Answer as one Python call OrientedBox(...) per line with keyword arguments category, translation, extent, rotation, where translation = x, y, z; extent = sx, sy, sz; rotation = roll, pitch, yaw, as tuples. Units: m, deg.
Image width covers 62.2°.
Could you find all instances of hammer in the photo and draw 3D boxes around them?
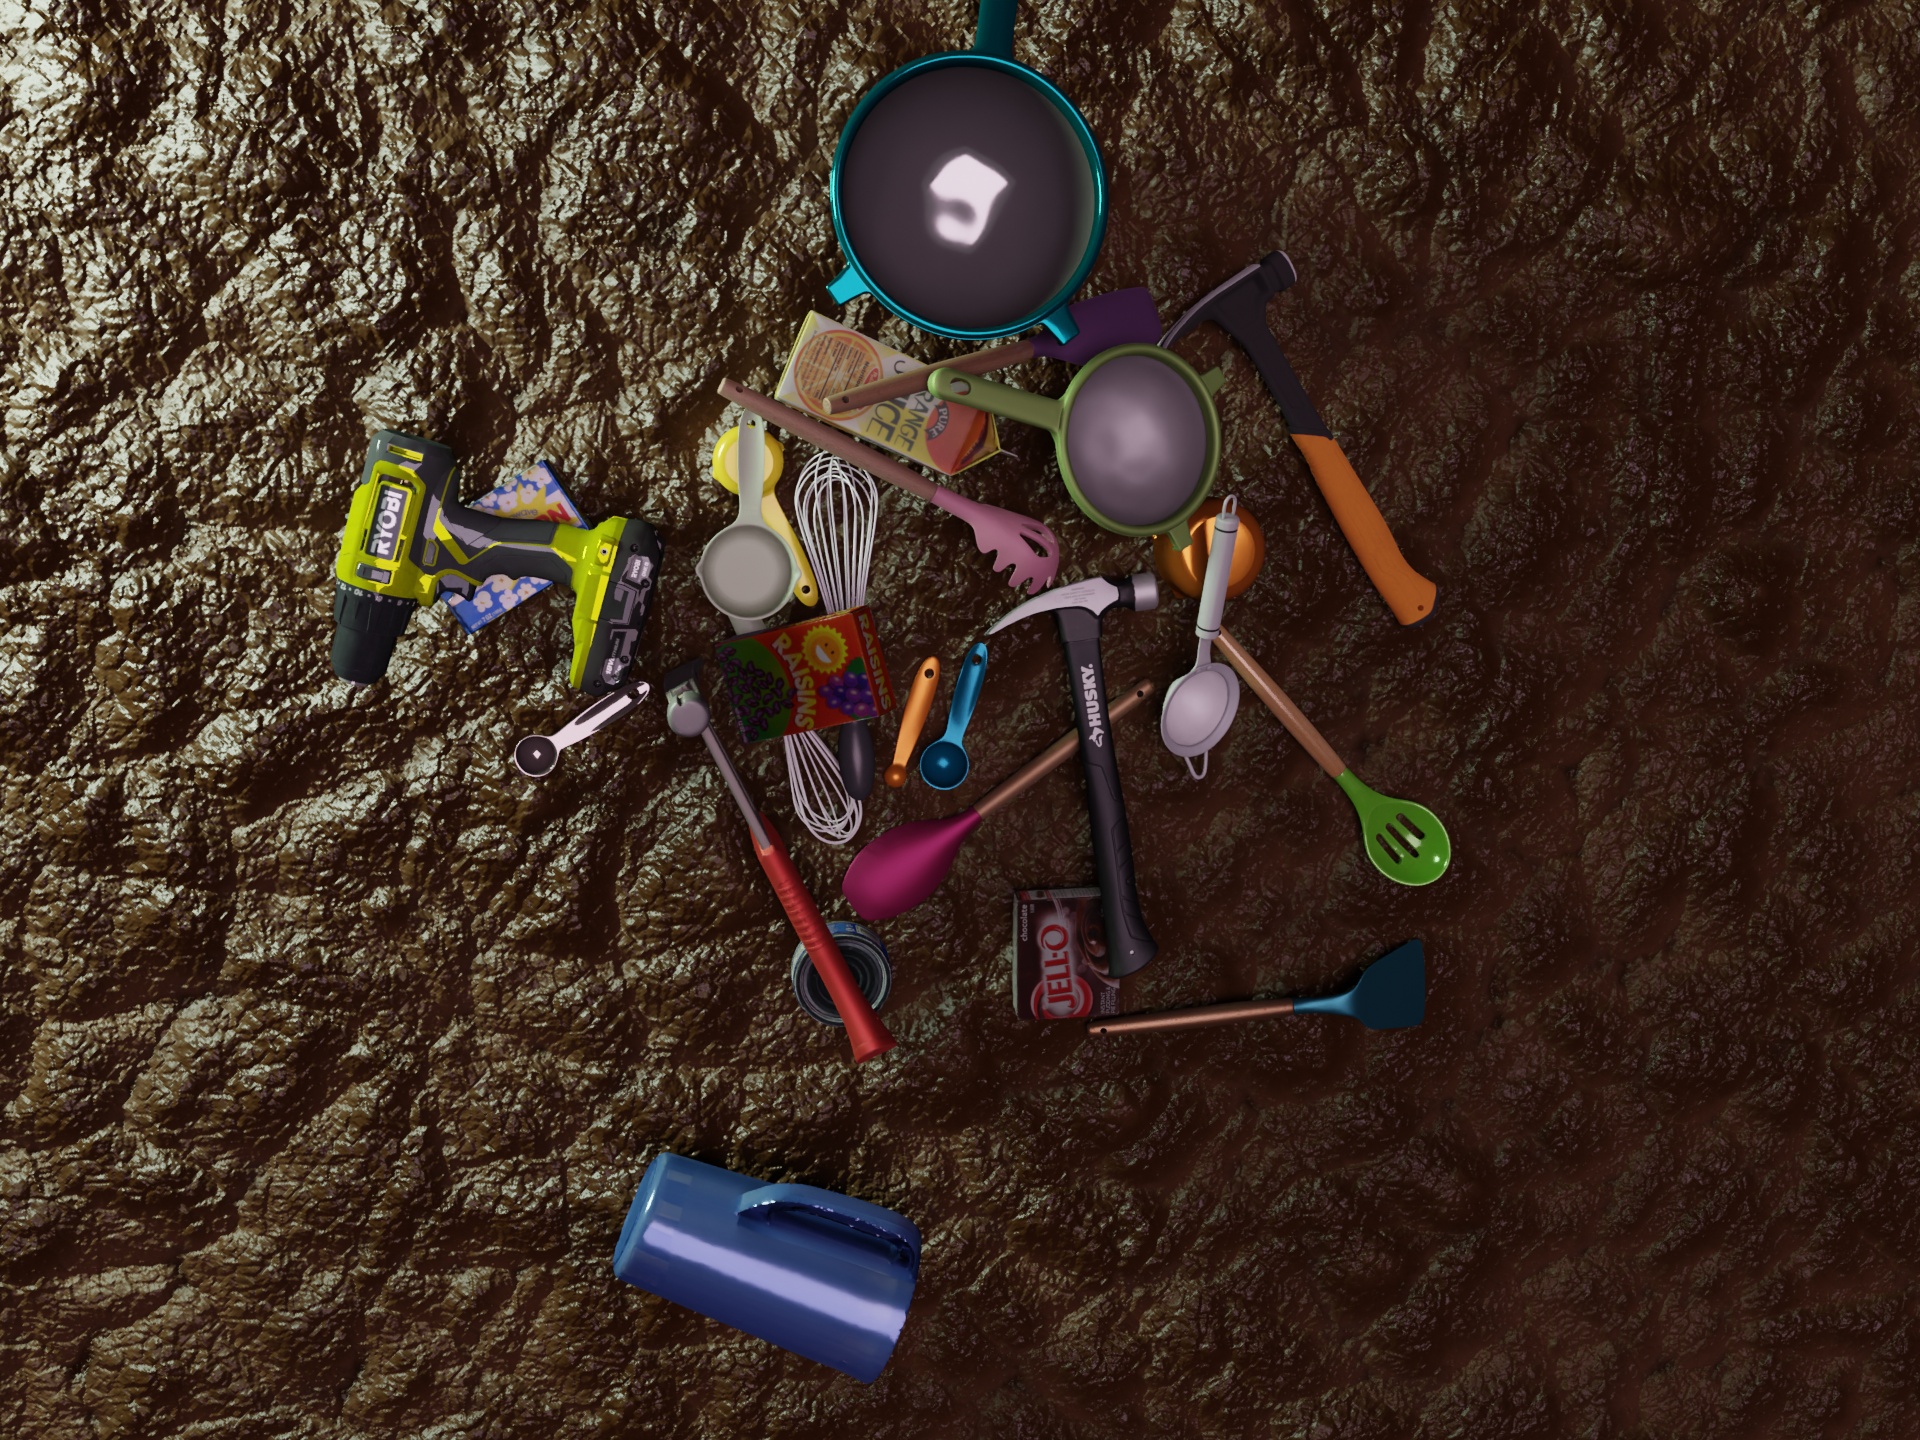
OrientedBox(category="hammer", translation=(0.300, -0.216, 1.336), extent=(0.127, 0.034, 0.336), rotation=(-35, 103, -2))
OrientedBox(category="hammer", translation=(-0.144, 0.120, 1.282), extent=(0.036, 0.149, 0.359), rotation=(-26, 106, -2))
OrientedBox(category="hammer", translation=(0.113, 0.050, 1.331), extent=(0.146, 0.035, 0.335), rotation=(-9, 93, -4))

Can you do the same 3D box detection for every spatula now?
OrientedBox(category="spatula", translation=(0.033, -0.280, 1.236), extent=(0.316, 0.018, 0.060), rotation=(-21, 95, -27))
OrientedBox(category="spatula", translation=(0.269, 0.257, 1.425), extent=(0.317, 0.044, 0.082), rotation=(-6, 102, -3))

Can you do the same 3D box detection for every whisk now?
OrientedBox(category="whisk", translation=(-0.143, -0.011, 1.306), extent=(0.059, 0.058, 0.246), rotation=(-31, 102, -37))
OrientedBox(category="whisk", translation=(-0.091, -0.076, 1.280), extent=(0.070, 0.070, 0.284), rotation=(-5, 97, -8))

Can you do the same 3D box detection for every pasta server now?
OrientedBox(category="pasta server", translation=(-0.049, -0.188, 1.252), extent=(0.316, 0.040, 0.060), rotation=(24, 60, -21))

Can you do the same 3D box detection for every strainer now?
OrientedBox(category="strainer", translation=(0.011, -0.457, 1.223), extent=(0.211, 0.095, 0.340), rotation=(8, 92, -10))
OrientedBox(category="strainer", translation=(0.203, -0.069, 1.312), extent=(0.087, 0.050, 0.258), rotation=(-17, 129, -30))
OrientedBox(category="strainer", translation=(0.083, -0.231, 1.252), extent=(0.256, 0.069, 0.151), rotation=(11, 90, -24))

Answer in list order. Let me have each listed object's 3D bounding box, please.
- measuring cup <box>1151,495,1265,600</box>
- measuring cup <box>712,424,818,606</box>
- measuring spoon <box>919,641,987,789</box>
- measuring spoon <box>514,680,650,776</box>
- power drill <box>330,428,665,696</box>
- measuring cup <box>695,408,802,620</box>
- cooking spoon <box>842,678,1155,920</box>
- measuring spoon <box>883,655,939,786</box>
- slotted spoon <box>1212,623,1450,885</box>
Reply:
OrientedBox(category="measuring cup", translation=(0.173, -0.160, 1.317), extent=(0.173, 0.052, 0.095), rotation=(26, 96, -14))
OrientedBox(category="measuring cup", translation=(-0.150, -0.163, 1.280), extent=(0.062, 0.029, 0.156), rotation=(-24, 101, -3))
OrientedBox(category="measuring spoon", translation=(-0.002, -0.004, 1.342), extent=(0.042, 0.021, 0.128), rotation=(18, 88, -10))
OrientedBox(category="measuring spoon", translation=(-0.307, 0.003, 1.298), extent=(0.124, 0.018, 0.034), rotation=(-33, 103, -8))
OrientedBox(category="power drill", translation=(-0.353, -0.097, 1.200), extent=(0.228, 0.080, 0.190), rotation=(16, 98, -10))
OrientedBox(category="measuring cup", translation=(-0.168, -0.162, 1.255), extent=(0.083, 0.038, 0.167), rotation=(1, 92, -13))
OrientedBox(category="cooking spoon", translation=(0.035, 0.063, 1.355), extent=(0.319, 0.017, 0.068), rotation=(-37, 99, -1))
OrientedBox(category="measuring spoon", translation=(-0.040, 0.002, 1.336), extent=(0.021, 0.011, 0.117), rotation=(17, 97, -11))
OrientedBox(category="slotted spoon", translation=(0.315, 0.025, 1.387), extent=(0.070, 0.031, 0.313), rotation=(-43, 101, 1))
